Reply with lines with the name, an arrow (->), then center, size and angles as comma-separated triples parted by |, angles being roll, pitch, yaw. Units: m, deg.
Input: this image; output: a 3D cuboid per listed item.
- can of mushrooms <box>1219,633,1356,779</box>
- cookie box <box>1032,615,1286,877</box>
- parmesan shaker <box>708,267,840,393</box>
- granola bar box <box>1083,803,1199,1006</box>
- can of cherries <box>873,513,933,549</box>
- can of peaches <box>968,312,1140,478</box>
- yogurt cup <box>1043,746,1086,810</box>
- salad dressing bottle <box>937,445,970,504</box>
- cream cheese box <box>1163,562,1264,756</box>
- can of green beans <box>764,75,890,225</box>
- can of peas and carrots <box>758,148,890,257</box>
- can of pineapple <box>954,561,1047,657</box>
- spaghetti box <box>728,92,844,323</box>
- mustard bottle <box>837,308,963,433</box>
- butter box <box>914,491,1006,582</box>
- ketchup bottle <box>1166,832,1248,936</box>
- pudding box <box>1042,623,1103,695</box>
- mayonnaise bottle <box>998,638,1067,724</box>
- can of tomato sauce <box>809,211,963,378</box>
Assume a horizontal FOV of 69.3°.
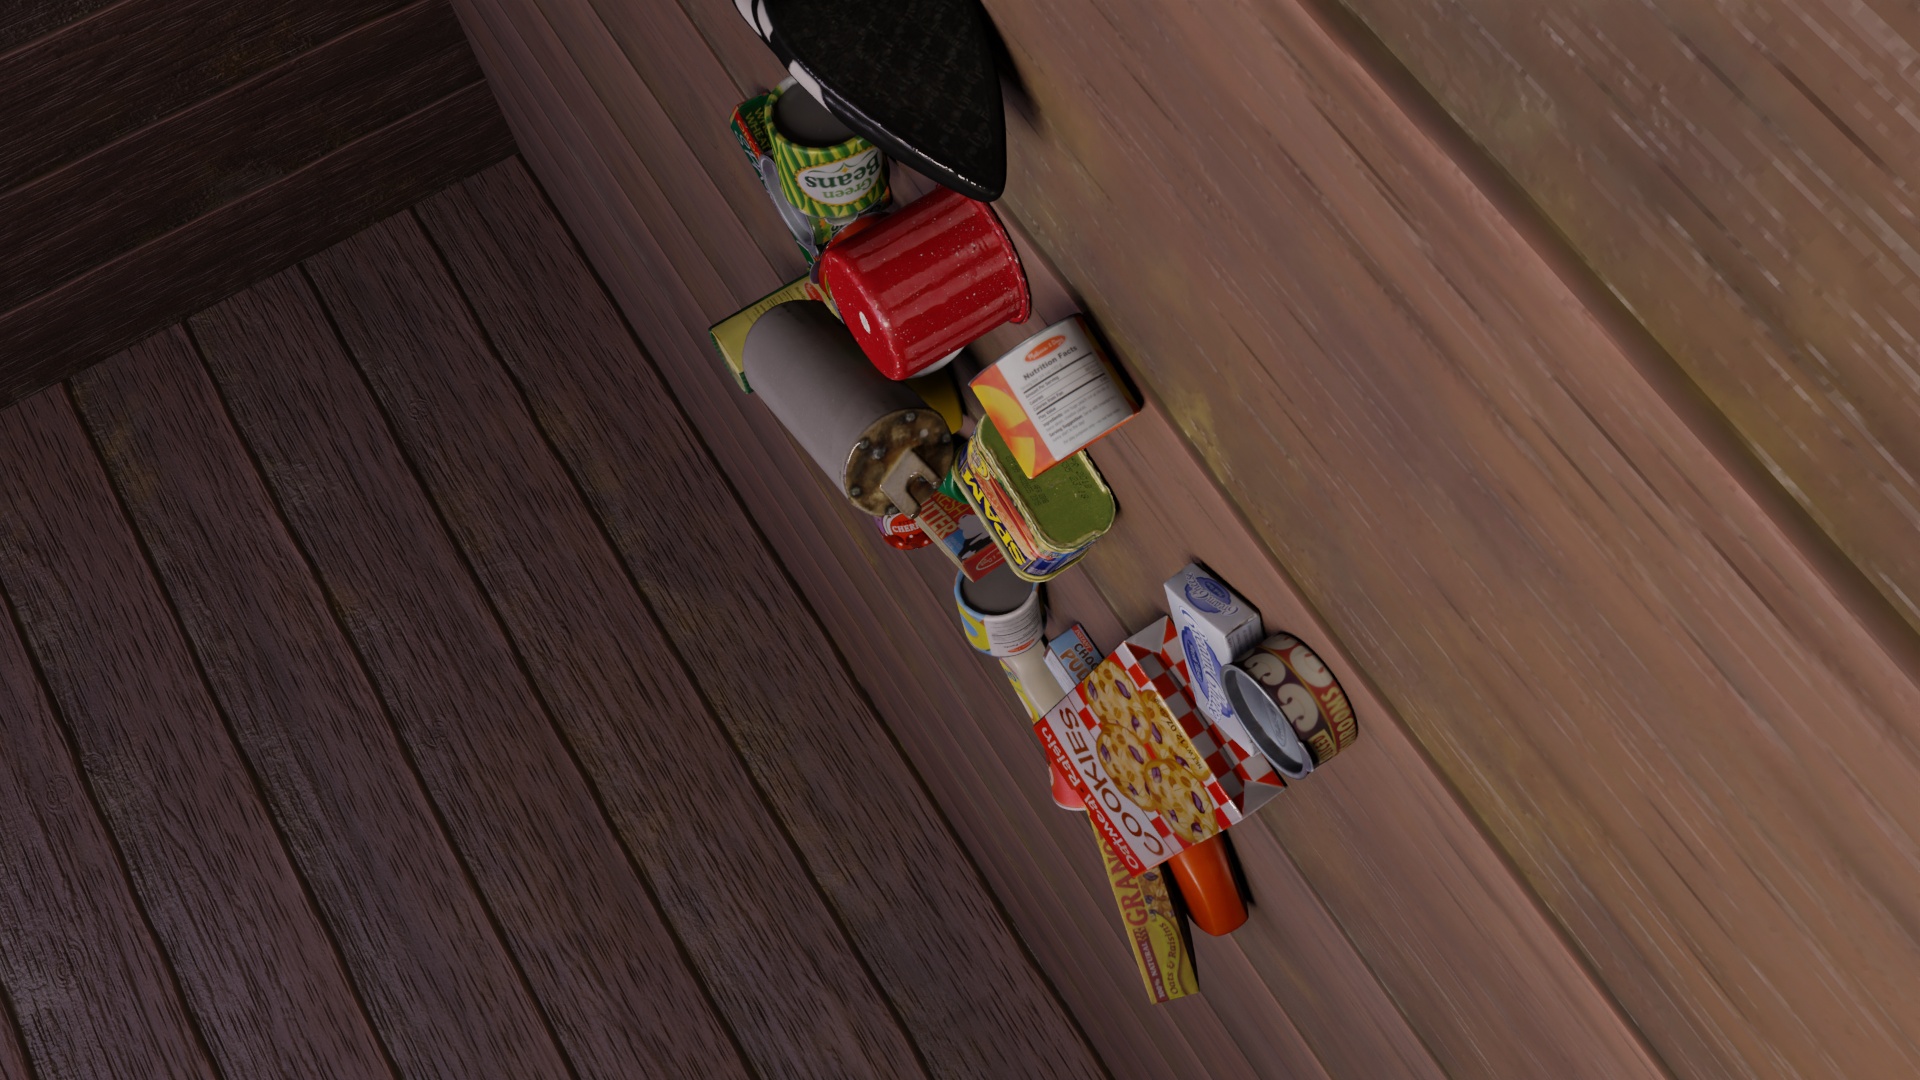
can of mushrooms -> 0.161, 0.082, 0.679 | 0.071, 0.033, 0.070 | 55, 168, 19
cookie box -> 0.118, 0.136, 0.877 | 0.123, 0.040, 0.166 | 57, 152, 13
parmesan shaker -> -0.155, -0.179, 1.179 | 0.071, 0.103, 0.071 | 55, 168, 18
granola bar box -> 0.133, 0.238, 1.035 | 0.124, 0.039, 0.165 | -74, -35, -77
can of cherries -> -0.045, -0.033, 1.177 | 0.072, 0.071, 0.058 | 47, 164, 46
can of peaches -> 0.047, -0.071, 0.690 | 0.058, 0.071, 0.071 | 58, 169, 1
yogurt cup -> 0.100, 0.177, 1.119 | 0.072, 0.072, 0.053 | 31, 142, 67
salad dressing bottle -> -0.026, -0.062, 1.061 | 0.148, 0.044, 0.064 | 30, 105, 57
cream cheese box -> 0.142, 0.064, 0.741 | 0.053, 0.024, 0.103 | 44, 162, 47
can of green beans -> -0.076, -0.229, 0.802 | 0.071, 0.071, 0.057 | 54, 167, 23
can of peas and carrots -> -0.083, -0.223, 0.870 | 0.071, 0.059, 0.070 | 55, 168, 17
can of pineapple -> 0.030, 0.046, 1.067 | 0.071, 0.071, 0.057 | 51, 166, 33
spaghetti box -> -0.096, -0.211, 1.031 | 0.249, 0.029, 0.050 | 61, 169, -10
mustard bottle -> -0.051, -0.142, 0.963 | 0.159, 0.049, 0.065 | 64, 166, -25
butter box -> 0.004, -0.013, 1.058 | 0.104, 0.053, 0.024 | 46, 165, 51
ketchup bottle -> 0.163, 0.212, 0.984 | 0.148, 0.043, 0.065 | 67, 173, -33
pudding box -> 0.097, 0.108, 1.033 | 0.084, 0.030, 0.049 | 56, 167, 14
mayonnaise bottle -> 0.057, 0.105, 1.166 | 0.148, 0.041, 0.065 | 61, 171, -13
can of tomato sauce -> -0.041, -0.149, 0.850 | 0.083, 0.071, 0.071 | 52, 167, 27
